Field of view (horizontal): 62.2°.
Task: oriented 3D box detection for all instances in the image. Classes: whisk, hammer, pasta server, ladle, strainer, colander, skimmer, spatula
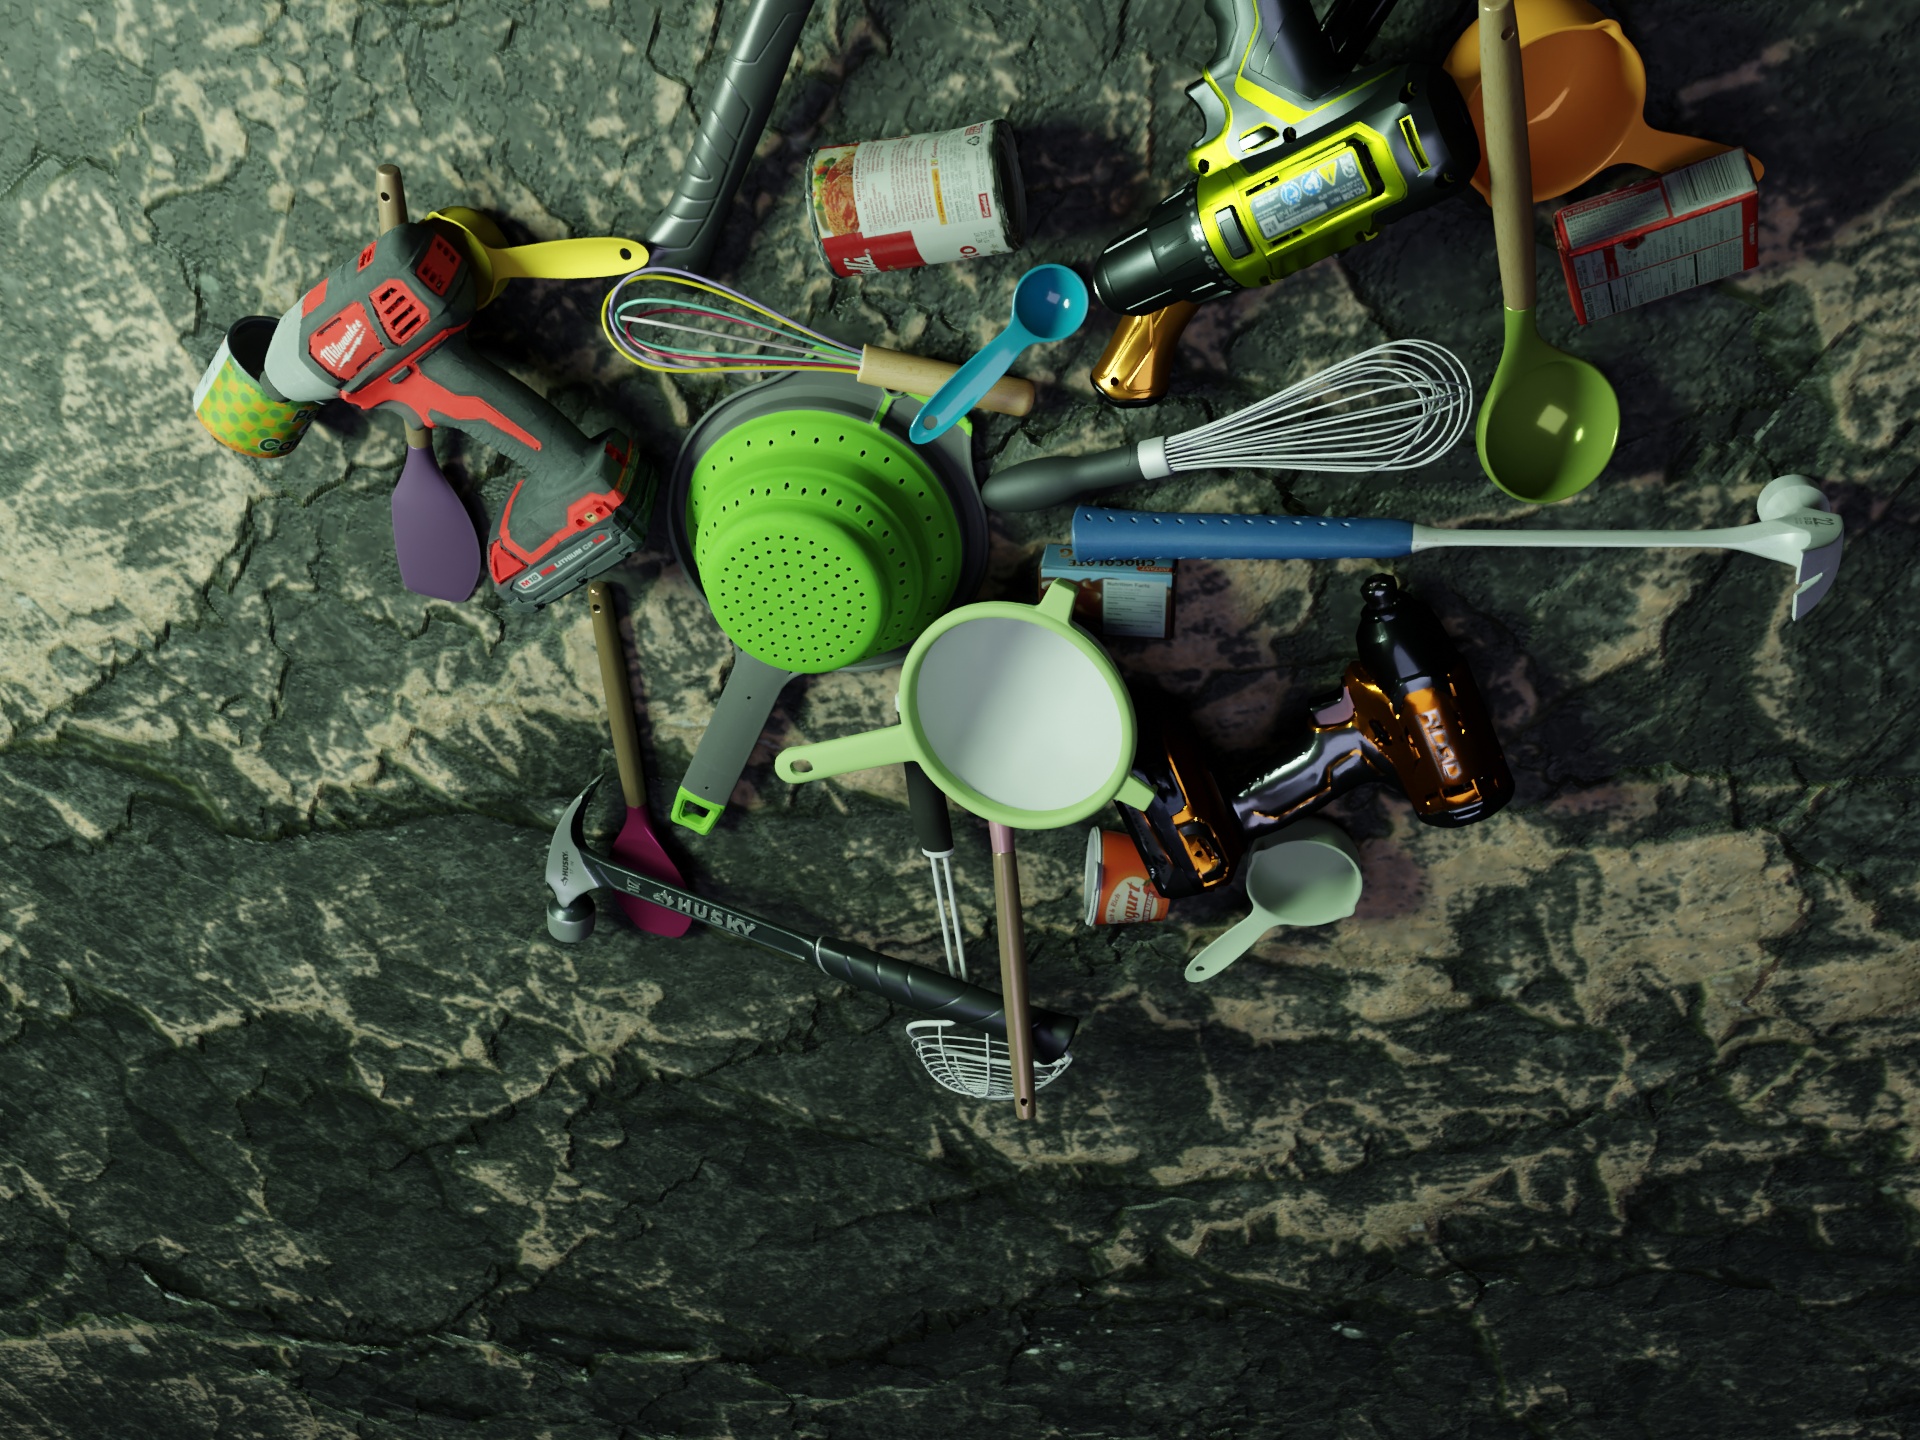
[{"bbox_3d":[0.141,-0.156,0.896,0.284,0.070,0.070,-9,124,24],"label":"whisk"},{"bbox_3d":[-0.112,0.157,1.134,0.409,0.036,0.149,18,126,11],"label":"hammer"},{"bbox_3d":[-0.078,-0.202,0.893,0.245,0.047,0.051,10,146,-11],"label":"whisk"},{"bbox_3d":[0.030,0.115,1.055,0.060,0.040,0.316,-3,98,11],"label":"pasta server"},{"bbox_3d":[0.268,-0.207,0.744,0.078,0.062,0.319,-34,148,4],"label":"ladle"},{"bbox_3d":[-0.002,-0.003,0.999,0.256,0.069,0.151,-13,111,31],"label":"strainer"},{"bbox_3d":[-0.122,-0.040,1.010,0.204,0.095,0.397,25,127,-7],"label":"colander"},{"bbox_3d":[-0.087,-0.345,0.788,0.146,0.035,0.334,-3,147,-33],"label":"hammer"},{"bbox_3d":[0.261,-0.100,0.877,0.405,0.144,0.035,3,115,19],"label":"hammer"},{"bbox_3d":[0.150,-0.294,0.787,0.127,0.034,0.336,41,132,8],"label":"hammer"},{"bbox_3d":[0.002,0.131,1.154,0.127,0.090,0.363,1,116,22],"label":"skimmer"},{"bbox_3d":[-0.332,-0.191,0.975,0.060,0.018,0.315,13,135,2],"label":"spatula"}]

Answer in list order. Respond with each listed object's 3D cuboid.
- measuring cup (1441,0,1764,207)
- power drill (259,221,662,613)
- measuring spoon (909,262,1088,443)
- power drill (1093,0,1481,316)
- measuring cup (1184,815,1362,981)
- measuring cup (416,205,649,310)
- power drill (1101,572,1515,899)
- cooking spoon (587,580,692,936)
[{"bbox_3d":[0.309,-0.292,0.765,0.173,0.052,0.095,6,137,-20],"label":"measuring cup"},{"bbox_3d":[-0.293,-0.171,0.932,0.143,0.079,0.219,-26,129,24],"label":"power drill"},{"bbox_3d":[0.018,-0.203,0.886,0.128,0.021,0.042,-43,112,14],"label":"measuring spoon"},{"bbox_3d":[0.108,-0.309,0.734,0.190,0.080,0.228,-16,110,39],"label":"power drill"},{"bbox_3d":[0.209,0.126,1.100,0.083,0.038,0.167,31,128,-11],"label":"measuring cup"},{"bbox_3d":[-0.239,-0.264,0.898,0.156,0.029,0.062,4,129,20],"label":"measuring cup"},{"bbox_3d":[0.206,0.010,0.985,0.226,0.084,0.164,-20,110,20],"label":"power drill"},{"bbox_3d":[-0.236,0.038,1.142,0.069,0.017,0.318,10,128,15],"label":"cooking spoon"}]
